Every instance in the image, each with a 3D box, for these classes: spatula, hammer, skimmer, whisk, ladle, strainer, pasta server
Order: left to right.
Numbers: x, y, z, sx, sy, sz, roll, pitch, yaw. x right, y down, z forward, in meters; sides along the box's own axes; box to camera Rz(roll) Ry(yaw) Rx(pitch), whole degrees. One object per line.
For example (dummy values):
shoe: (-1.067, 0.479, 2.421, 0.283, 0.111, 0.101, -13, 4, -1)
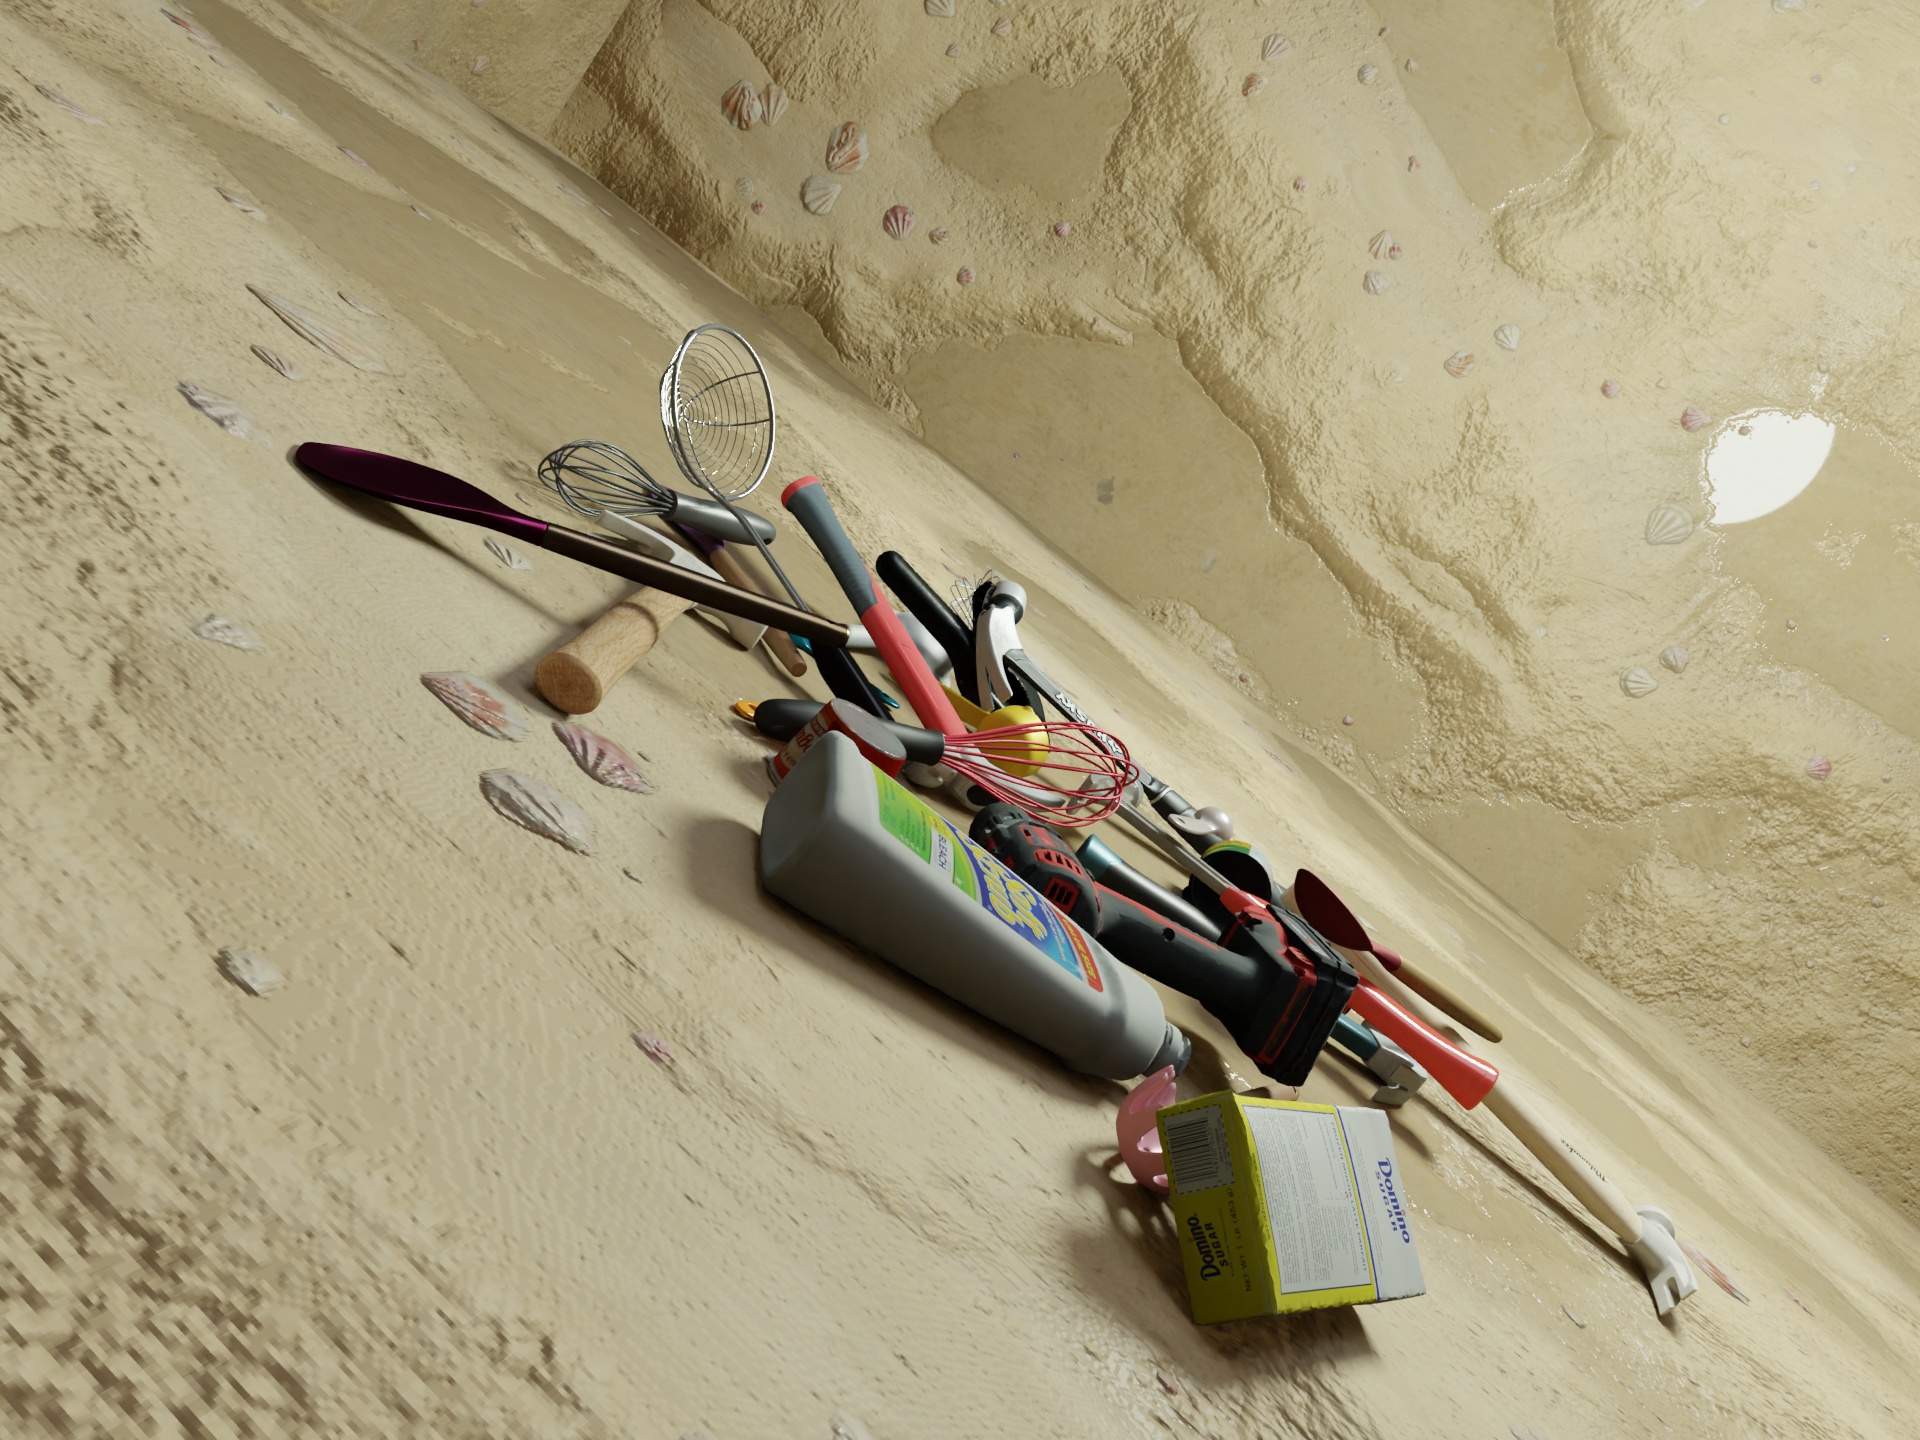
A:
hammer: (-0.190, -0.061, 0.935, 0.130, 0.031, 0.331, 36, 12, -7)
whisk: (-0.214, -0.161, 1.170, 0.055, 0.055, 0.238, 44, 17, 28)
spatula: (-0.177, -0.113, 1.200, 0.059, 0.018, 0.316, 22, 18, -37)
skimmer: (-0.110, -0.128, 1.123, 0.364, 0.090, 0.127, 56, 17, 24)
strainer: (-0.056, -0.068, 1.329, 0.087, 0.050, 0.258, 56, 20, 14)
hammer: (-0.048, -0.066, 1.232, 0.143, 0.038, 0.387, 26, 24, -43)
whisk: (-0.001, 0.021, 1.027, 0.295, 0.073, 0.073, 12, 25, -34)
whisk: (0.022, -0.087, 1.576, 0.070, 0.070, 0.285, 34, 17, -14)
hammer: (0.159, 0.055, 1.356, 0.408, 0.036, 0.149, 42, 31, -18)
pasta server: (0.147, 0.213, 0.861, 0.316, 0.040, 0.060, 16, 53, -63)
hammer: (0.215, 0.182, 1.178, 0.331, 0.033, 0.128, 34, 11, -13)
hammer: (0.233, 0.156, 1.162, 0.359, 0.036, 0.149, 39, 11, 13)
ladle: (0.331, 0.186, 1.177, 0.315, 0.031, 0.069, 34, 7, -40)
hammer: (0.404, 0.279, 1.238, 0.411, 0.038, 0.146, 46, 14, 9)

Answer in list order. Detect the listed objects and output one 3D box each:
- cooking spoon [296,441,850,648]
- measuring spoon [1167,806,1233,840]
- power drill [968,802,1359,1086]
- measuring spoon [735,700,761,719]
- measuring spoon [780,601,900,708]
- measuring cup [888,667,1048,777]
cooking spoon: (-0.211, -0.096, 0.900, 0.318, 0.017, 0.069, 18, 19, -19)
measuring spoon: (0.184, 0.075, 1.212, 0.034, 0.018, 0.124, 40, 12, 22)
power drill: (0.106, 0.121, 0.966, 0.226, 0.080, 0.188, 25, 8, -12)
measuring spoon: (-0.108, -0.005, 1.009, 0.021, 0.011, 0.116, 42, 13, 21)
measuring spoon: (-0.094, -0.052, 1.192, 0.128, 0.021, 0.042, 34, 13, -8)
measuring cup: (-0.002, -0.004, 1.243, 0.157, 0.062, 0.029, 30, 27, 24)
